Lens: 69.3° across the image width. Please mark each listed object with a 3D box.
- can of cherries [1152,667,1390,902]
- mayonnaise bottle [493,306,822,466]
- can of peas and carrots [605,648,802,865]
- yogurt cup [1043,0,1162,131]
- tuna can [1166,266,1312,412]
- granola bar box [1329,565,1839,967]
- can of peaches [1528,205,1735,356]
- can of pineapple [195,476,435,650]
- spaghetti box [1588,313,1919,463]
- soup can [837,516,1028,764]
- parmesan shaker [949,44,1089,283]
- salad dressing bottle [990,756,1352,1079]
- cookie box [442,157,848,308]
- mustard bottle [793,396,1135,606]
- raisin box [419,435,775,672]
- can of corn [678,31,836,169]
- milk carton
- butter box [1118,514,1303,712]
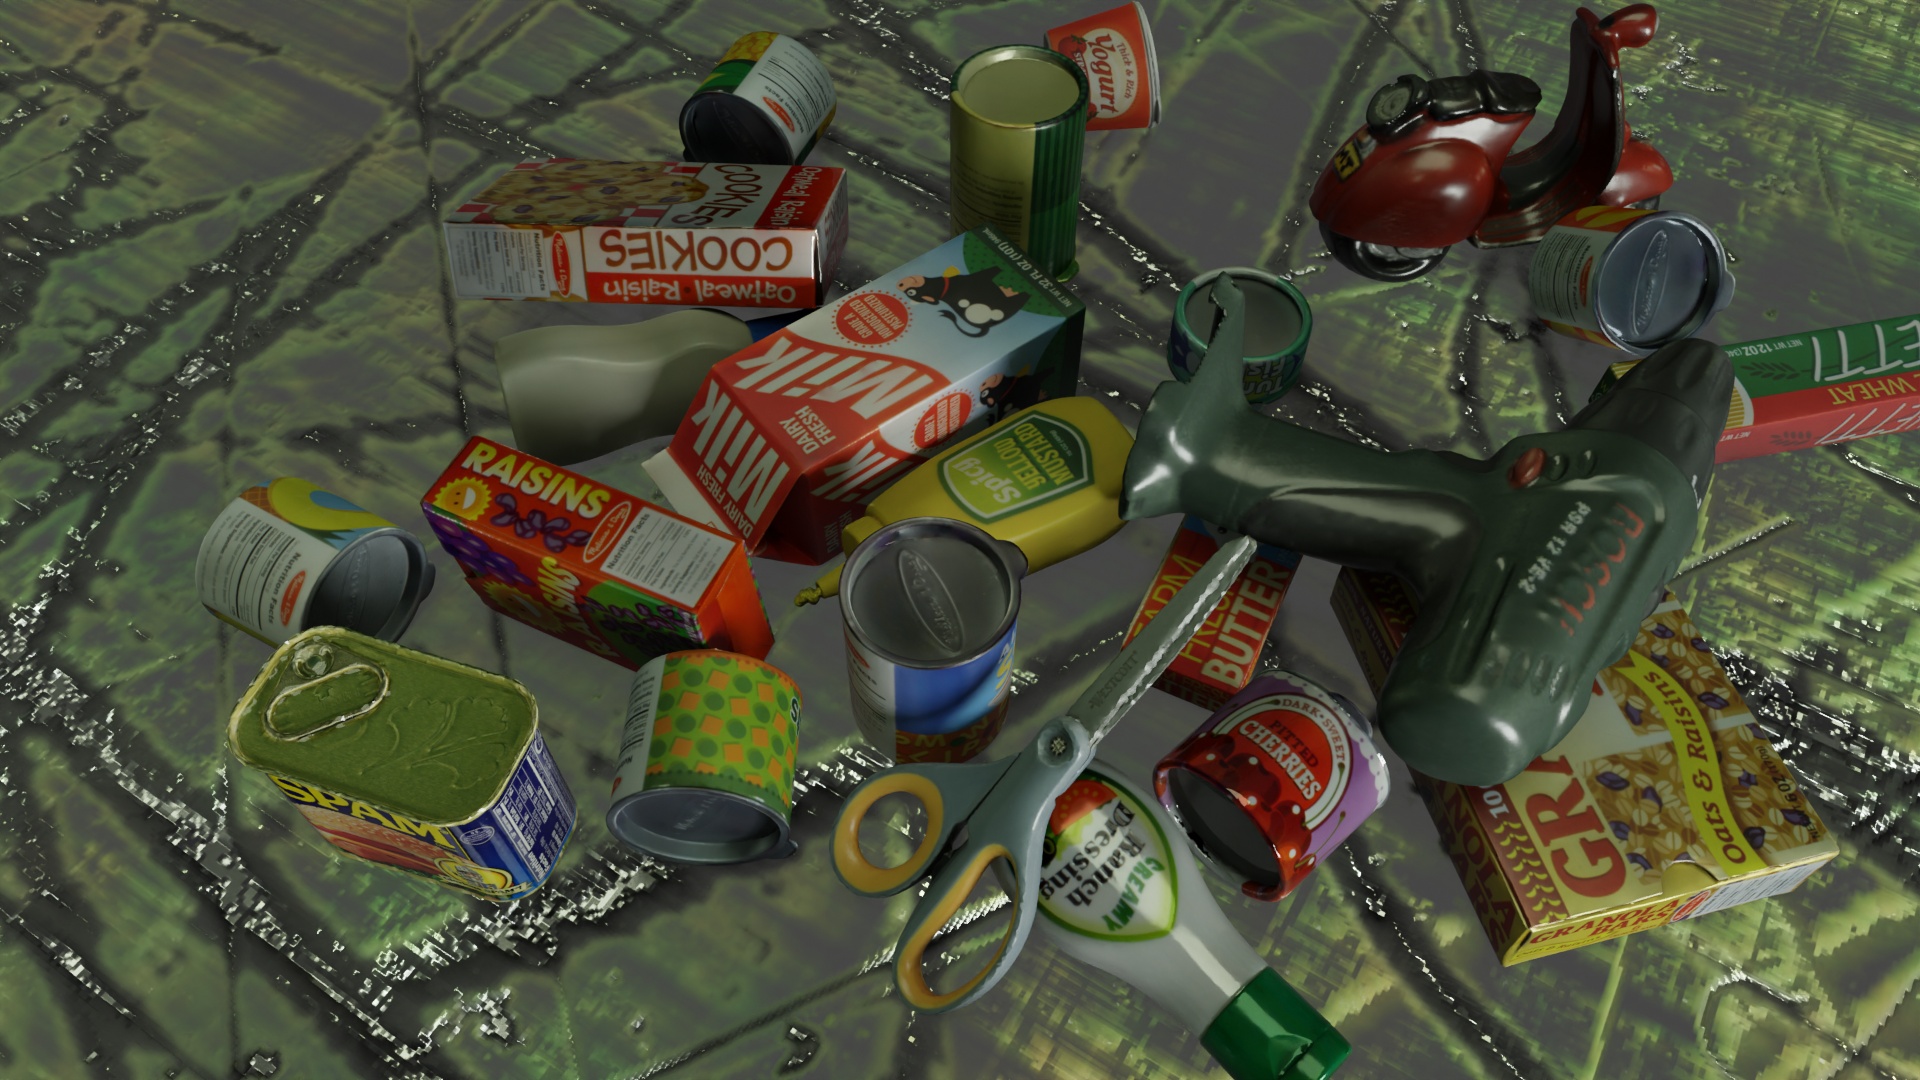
[{"bbox_3d":[0.114,0.089,0.512,0.058,0.071,0.071,-35,62,-22],"label":"can of cherries"},{"bbox_3d":[-0.131,-0.076,0.634,0.148,0.064,0.041,-14,48,-15],"label":"mayonnaise bottle"},{"bbox_3d":[-0.092,0.082,0.519,0.071,0.070,0.059,1,54,0],"label":"can of peas and carrots"},{"bbox_3d":[0.077,-0.257,0.764,0.054,0.072,0.073,-10,55,2],"label":"yogurt cup"},{"bbox_3d":[0.134,-0.097,0.668,0.071,0.032,0.071,0,54,0],"label":"tuna can"},{"bbox_3d":[0.237,0.068,0.547,0.124,0.038,0.166,-11,55,-8],"label":"granola bar box"},{"bbox_3d":[0.316,-0.124,0.658,0.071,0.071,0.058,-9,17,-7],"label":"can of peaches"},{"bbox_3d":[-0.262,0.014,0.565,0.058,0.070,0.071,24,58,16],"label":"can of pineapple"},{"bbox_3d":[0.427,-0.076,0.659,0.250,0.028,0.050,-10,56,-7],"label":"spaghetti box"},{"bbox_3d":[-0.009,0.040,0.537,0.071,0.083,0.072,0,55,-1],"label":"soup can"},{"bbox_3d":[0.030,-0.181,0.684,0.071,0.102,0.071,0,55,-1],"label":"parmesan shaker"},{"bbox_3d":[0.070,0.137,0.492,0.064,0.044,0.148,-43,65,-9],"label":"salad dressing bottle"},{"bbox_3d":[-0.143,-0.150,0.670,0.167,0.040,0.123,2,28,1],"label":"cookie box"},{"bbox_3d":[0.002,-0.007,0.592,0.161,0.048,0.065,-26,56,-18],"label":"mustard bottle"},{"bbox_3d":[-0.142,0.015,0.552,0.123,0.085,0.040,21,62,14],"label":"raisin box"},{"bbox_3d":[-0.108,-0.226,0.739,0.071,0.070,0.058,17,56,11],"label":"can of corn"},{"bbox_3d":[-0.041,-0.057,0.613,0.191,0.073,0.072,-31,61,-21],"label":"milk carton"},{"bbox_3d":[0.109,0.022,0.588,0.053,0.024,0.104,22,57,15],"label":"butter box"}]
